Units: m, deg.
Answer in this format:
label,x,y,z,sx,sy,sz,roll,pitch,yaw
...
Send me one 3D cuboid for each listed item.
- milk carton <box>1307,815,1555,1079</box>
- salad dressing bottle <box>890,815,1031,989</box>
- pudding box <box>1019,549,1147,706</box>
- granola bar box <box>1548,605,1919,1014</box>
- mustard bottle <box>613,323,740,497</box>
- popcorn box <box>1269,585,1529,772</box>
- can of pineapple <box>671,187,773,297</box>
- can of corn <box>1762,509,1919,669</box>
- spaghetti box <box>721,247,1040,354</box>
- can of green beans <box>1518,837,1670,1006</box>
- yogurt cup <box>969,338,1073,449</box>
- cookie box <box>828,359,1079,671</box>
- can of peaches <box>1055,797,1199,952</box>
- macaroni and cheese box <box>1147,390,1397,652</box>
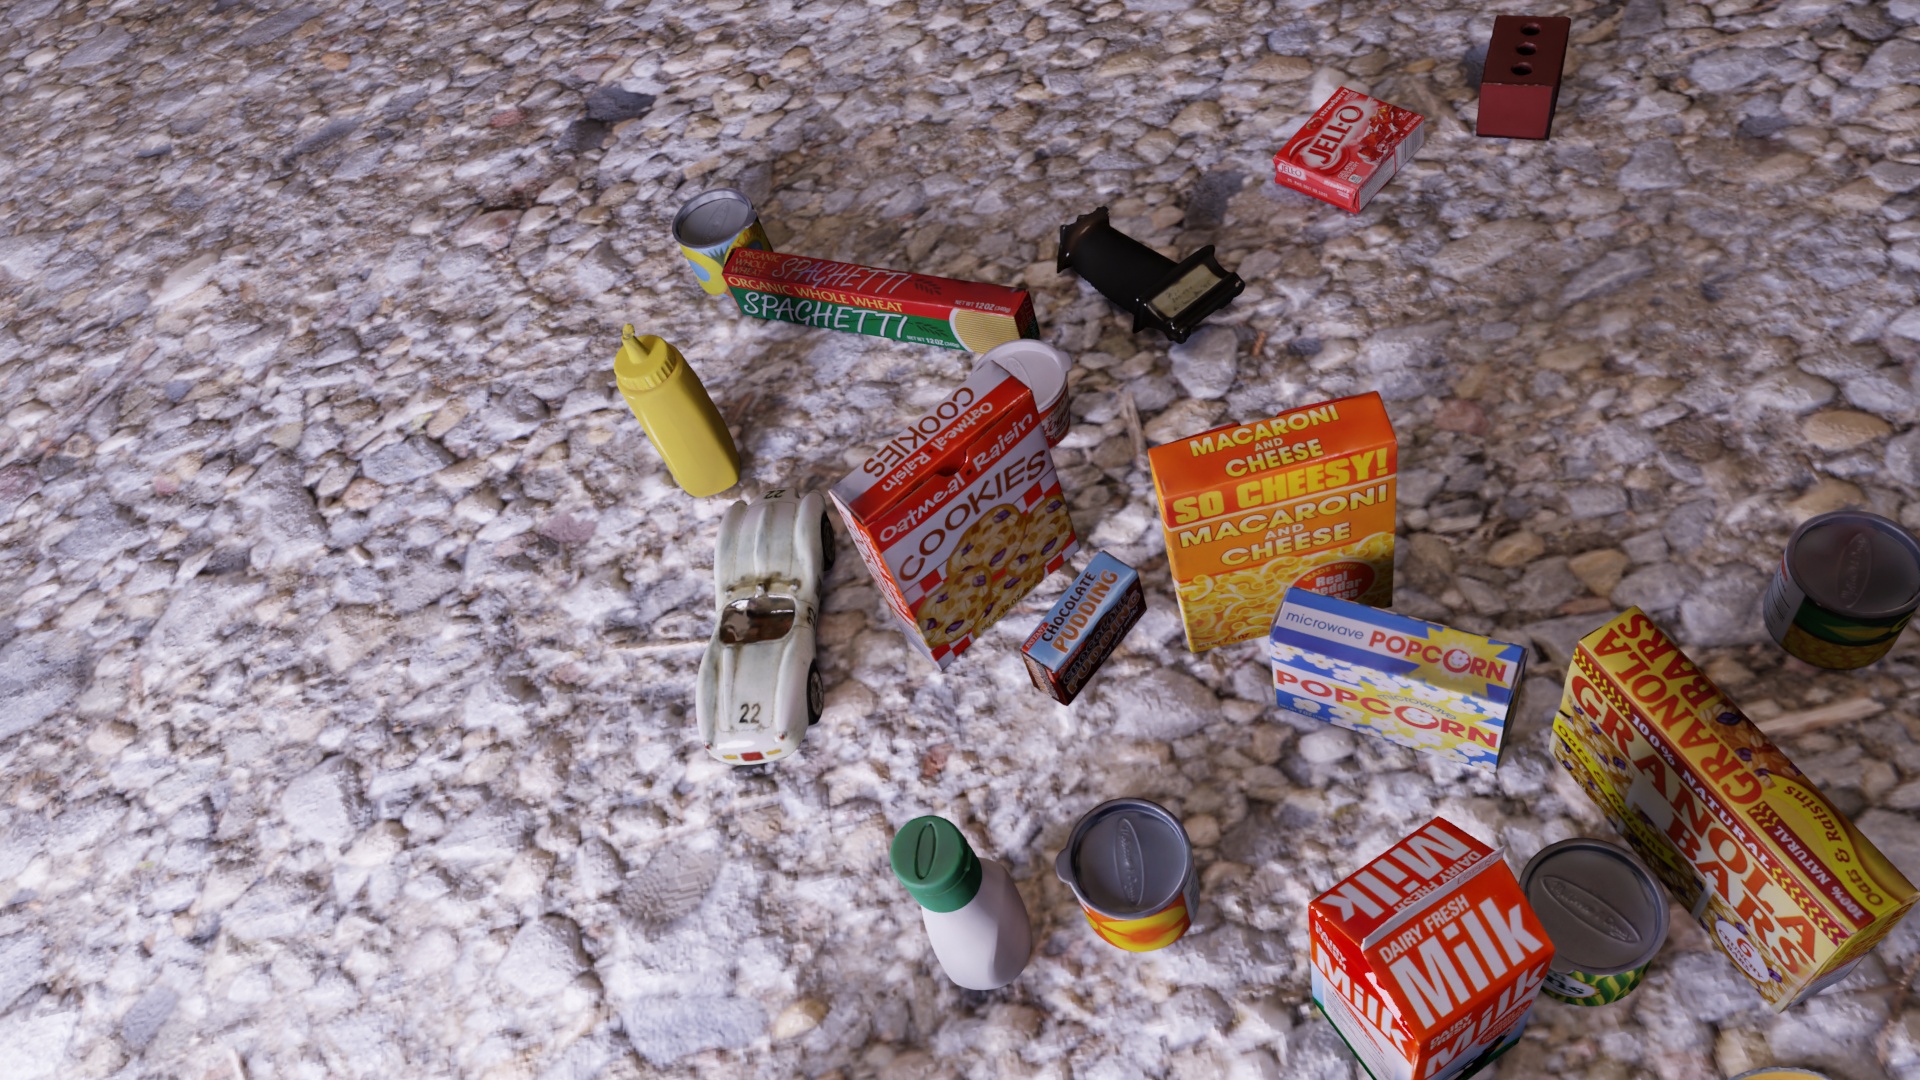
label,x,y,z,sx,sy,sz,roll,pitch,yaw
milk carton,0.206,0.189,0.619,0.072,0.189,0.074,-32,54,-7
salad dressing bottle,0.001,0.184,0.706,0.044,0.147,0.064,-1,57,15
pudding box,0.075,0.052,0.836,0.030,0.049,0.084,31,69,31
granola bar box,0.355,0.129,0.660,0.039,0.123,0.166,-29,54,-4
mustard bottle,-0.198,-0.094,0.945,0.049,0.159,0.065,-24,54,-1
popcorn box,0.235,0.075,0.754,0.127,0.085,0.038,15,62,24
can of pineapple,-0.186,-0.235,1.101,0.071,0.057,0.071,-7,55,11
can of corn,0.472,0.028,0.737,0.071,0.058,0.071,-7,55,11
spaghetti box,-0.063,-0.177,1.032,0.250,0.050,0.029,13,61,23
can of green beans,0.304,0.186,0.676,0.071,0.057,0.071,-7,55,11
yogurt cup,0.044,-0.095,0.943,0.072,0.053,0.073,-7,55,11
cookie box,0.003,-0.010,0.827,0.123,0.166,0.040,-40,56,-13
can of peaches,0.090,0.179,0.740,0.071,0.057,0.071,-7,55,11
macaroni and cheese box,0.176,-0.006,0.776,0.124,0.165,0.040,-14,54,6
